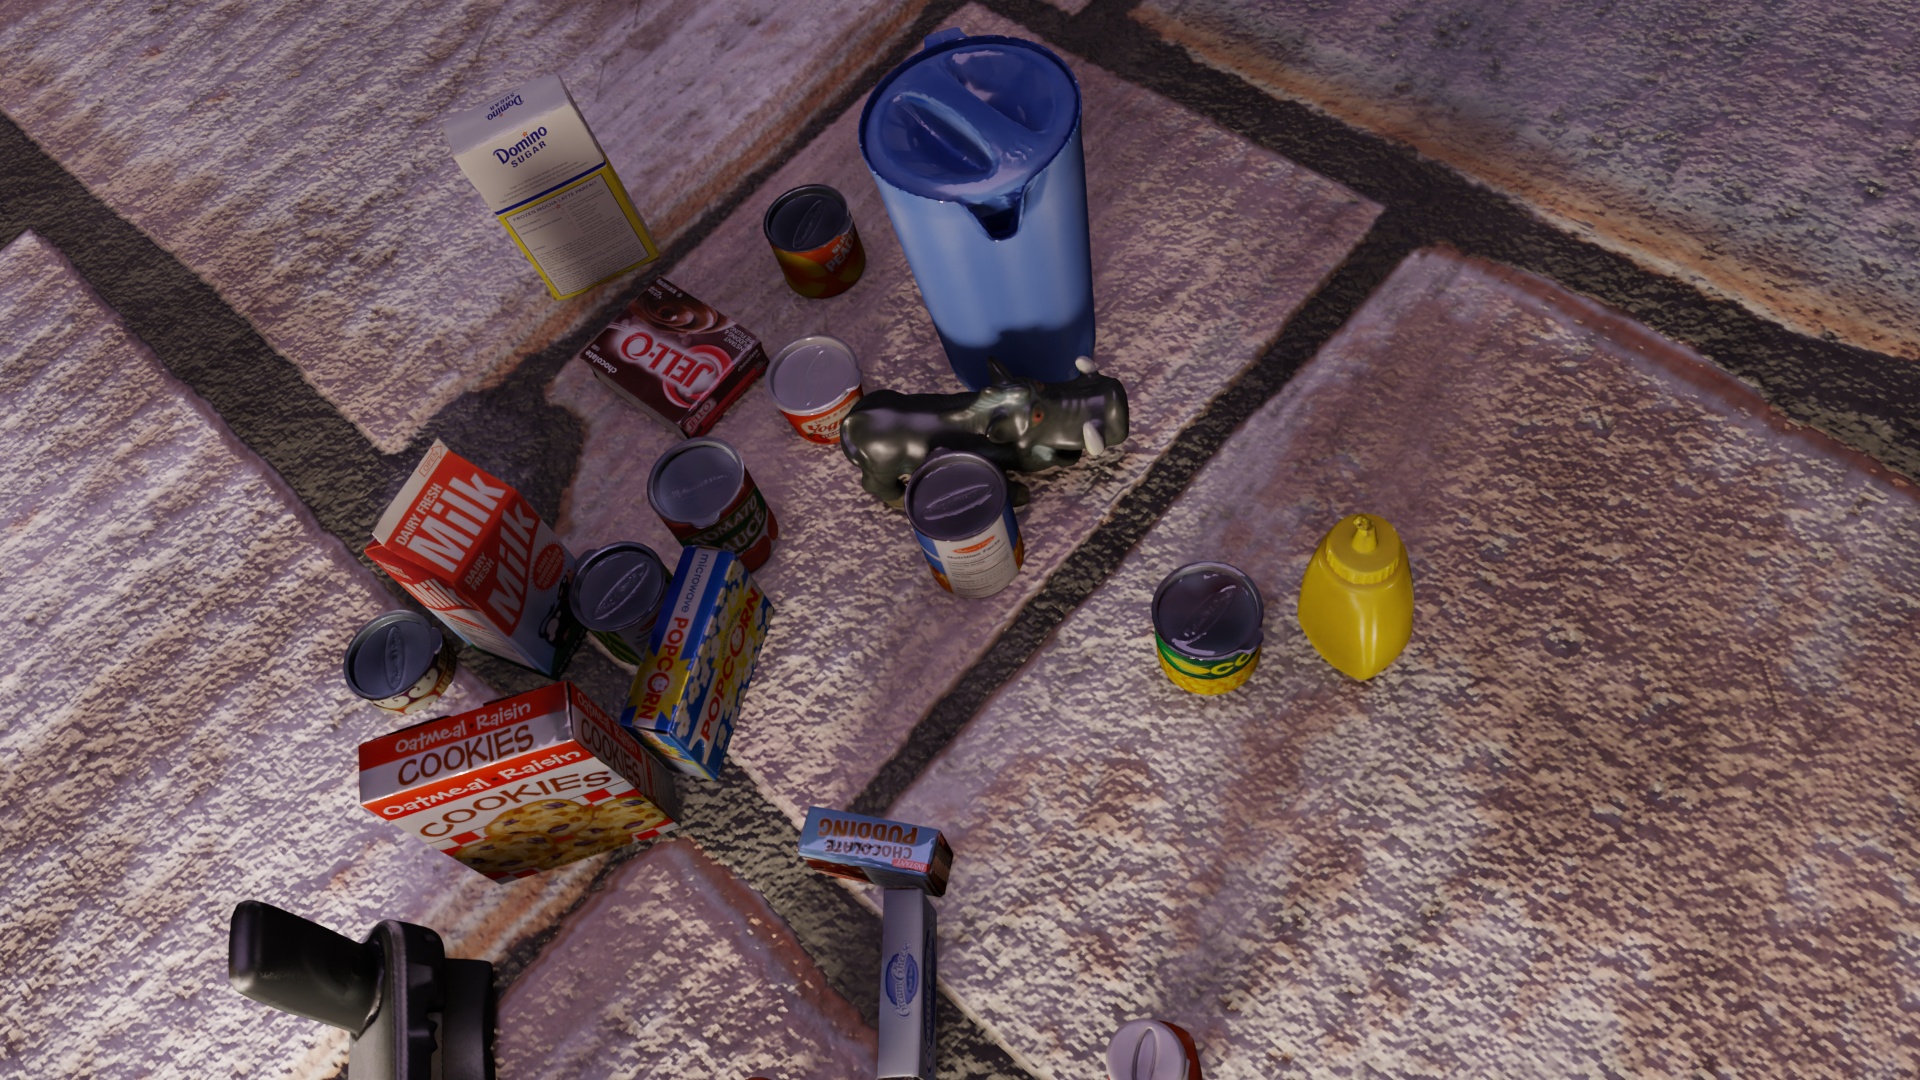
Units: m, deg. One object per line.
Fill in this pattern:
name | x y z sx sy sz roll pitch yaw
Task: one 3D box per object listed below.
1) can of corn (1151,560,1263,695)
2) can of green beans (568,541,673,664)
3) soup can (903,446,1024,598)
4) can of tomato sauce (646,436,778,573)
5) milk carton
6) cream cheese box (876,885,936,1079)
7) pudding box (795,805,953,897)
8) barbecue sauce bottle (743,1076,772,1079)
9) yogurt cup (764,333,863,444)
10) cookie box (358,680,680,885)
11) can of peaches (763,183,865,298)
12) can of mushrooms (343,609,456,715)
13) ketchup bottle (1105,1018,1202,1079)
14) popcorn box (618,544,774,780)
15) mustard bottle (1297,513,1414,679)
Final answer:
can of corn | 0.154 0.056 0.851 0.071 0.058 0.071 -5 61 9
can of green beans | -0.220 0.043 0.931 0.071 0.057 0.071 -5 61 9
soup can | 0.003 -0.011 0.903 0.071 0.083 0.071 -5 61 9
can of tomato sauce | -0.165 -0.019 0.941 0.071 0.082 0.071 -5 61 9
milk carton | -0.307 0.013 0.888 0.073 0.189 0.072 17 66 19
cream cheese box | -0.029 0.252 0.780 0.024 0.053 0.104 -4 61 9
pudding box | -0.050 0.185 0.824 0.084 0.049 0.030 7 63 15
barbecue sauce bottle | -0.084 0.303 0.708 0.065 0.148 0.044 13 65 17
yogurt cup | -0.100 -0.105 0.993 0.072 0.053 0.073 -5 61 9
cookie box | -0.253 0.146 0.817 0.123 0.166 0.040 -18 60 1
can of peaches | -0.108 -0.227 1.060 0.071 0.057 0.071 -5 61 9
can of mushrooms | -0.382 0.084 0.954 0.071 0.033 0.071 -5 61 8
ketchup bottle | 0.097 0.269 0.692 0.043 0.148 0.065 8 64 15
popcorn box | -0.165 0.078 0.885 0.038 0.085 0.127 8 63 15
mustard bottle | 0.229 0.025 0.795 0.049 0.159 0.065 -41 62 -12
